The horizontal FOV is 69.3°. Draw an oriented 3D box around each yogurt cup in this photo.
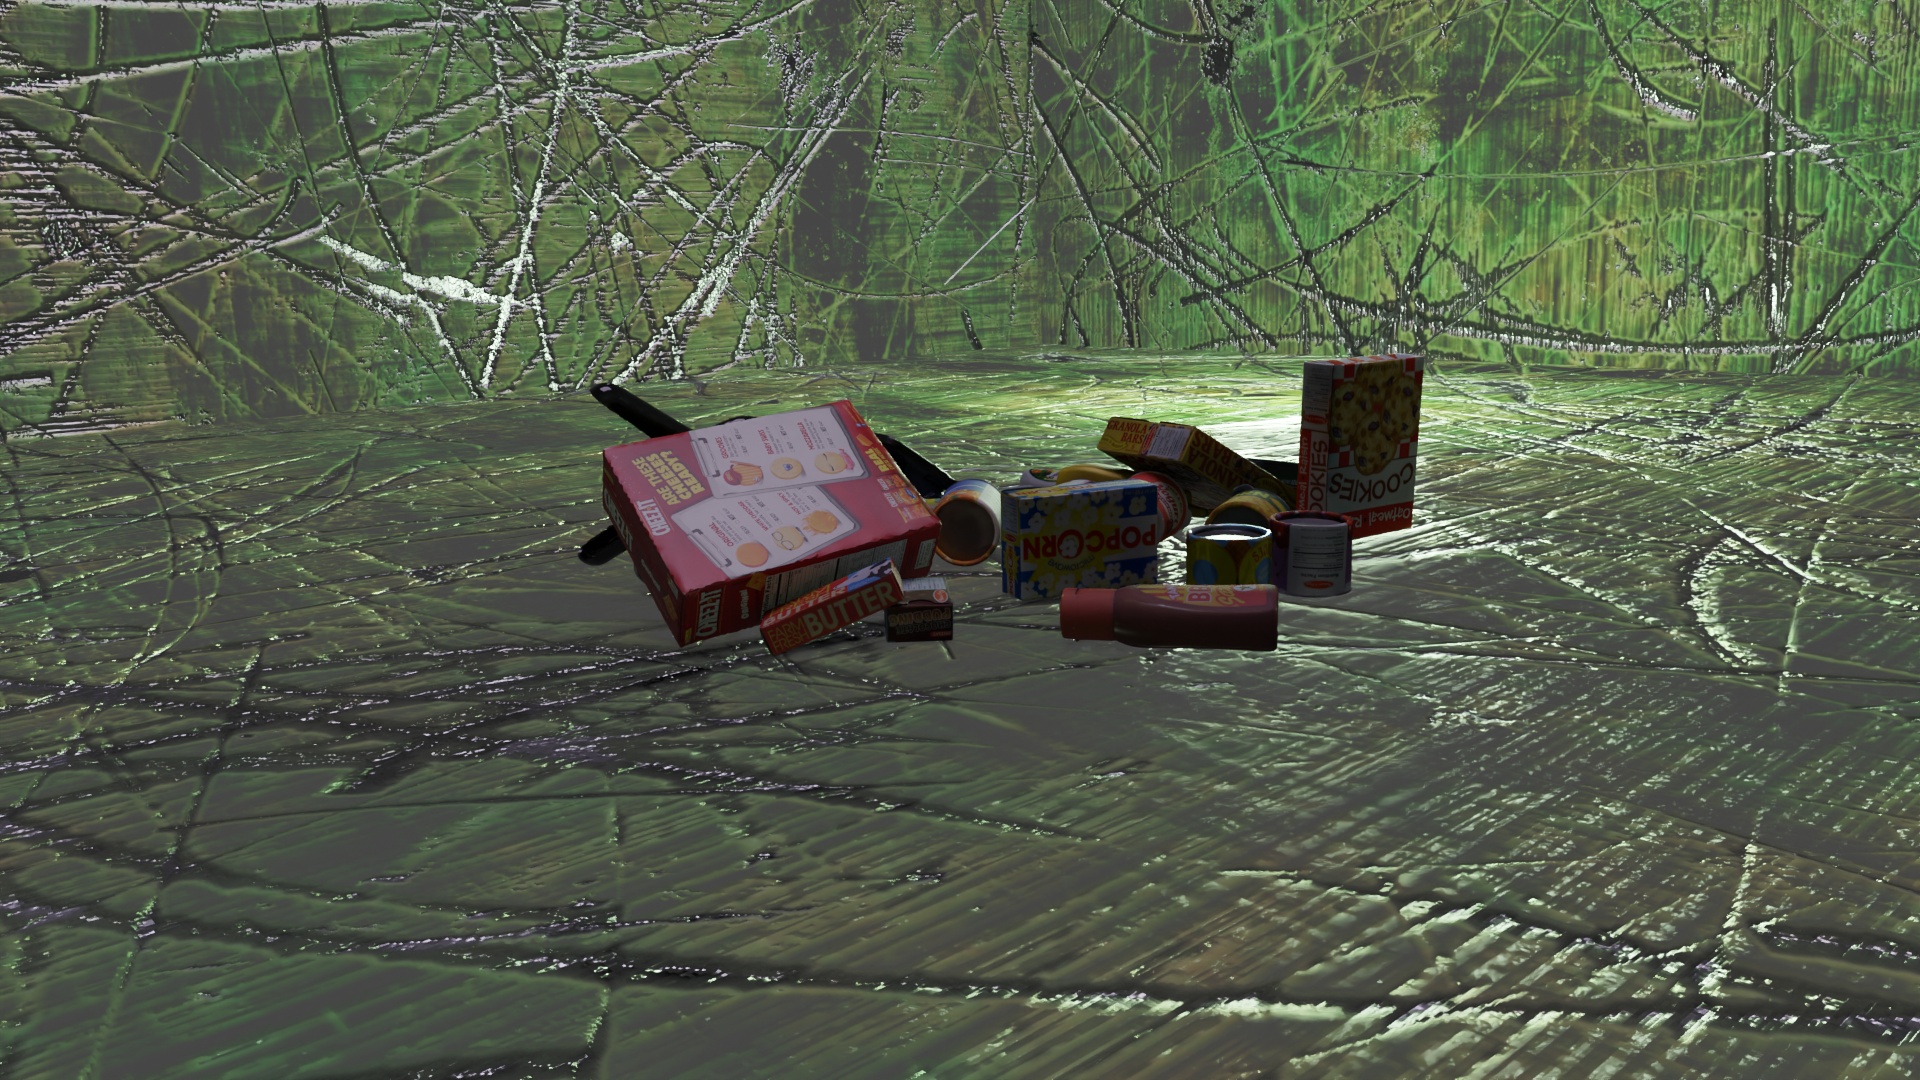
[{"bbox_3d":[0.171,-0.025,1.287,0.072,0.072,0.054,4,21,25],"label":"yogurt cup"}]

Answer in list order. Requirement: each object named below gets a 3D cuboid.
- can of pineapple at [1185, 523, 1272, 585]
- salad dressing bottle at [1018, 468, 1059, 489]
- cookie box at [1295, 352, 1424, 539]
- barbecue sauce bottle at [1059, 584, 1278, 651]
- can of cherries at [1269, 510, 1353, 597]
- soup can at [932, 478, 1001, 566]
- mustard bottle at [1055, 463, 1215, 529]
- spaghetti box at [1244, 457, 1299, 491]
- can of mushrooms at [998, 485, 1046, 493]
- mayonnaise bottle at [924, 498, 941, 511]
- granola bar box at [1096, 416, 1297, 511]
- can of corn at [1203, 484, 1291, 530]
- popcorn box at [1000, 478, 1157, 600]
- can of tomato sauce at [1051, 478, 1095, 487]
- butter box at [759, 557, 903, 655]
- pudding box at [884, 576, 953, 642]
[{"bbox_3d":[0.208,0.021,1.069,0.071,0.057,0.071,-2,12,0],"label":"can of pineapple"},{"bbox_3d":[0.134,-0.050,1.453,0.147,0.044,0.064,6,12,31],"label":"salad dressing bottle"},{"bbox_3d":[0.371,-0.086,1.292,0.123,0.167,0.040,-9,16,-32],"label":"cookie box"},{"bbox_3d":[0.145,0.053,0.966,0.148,0.043,0.065,0,13,13],"label":"barbecue sauce bottle"},{"bbox_3d":[0.279,0.009,1.113,0.071,0.058,0.071,-2,12,0],"label":"can of cherries"},{"bbox_3d":[0.005,-0.016,1.265,0.071,0.071,0.084,-1,12,7],"label":"soup can"},{"bbox_3d":[0.171,-0.036,1.347,0.160,0.065,0.049,11,10,24],"label":"mustard bottle"},{"bbox_3d":[0.308,-0.063,1.438,0.050,0.029,0.250,28,-5,-24],"label":"spaghetti box"},{"bbox_3d":[0.070,-0.035,1.418,0.071,0.033,0.071,-2,11,1],"label":"can of mushrooms"},{"bbox_3d":[-0.024,-0.021,1.349,0.148,0.041,0.065,-4,8,-9],"label":"mayonnaise bottle"},{"bbox_3d":[0.233,-0.066,1.345,0.165,0.039,0.124,27,-6,-33],"label":"granola bar box"},{"bbox_3d":[0.243,-0.009,1.177,0.071,0.071,0.058,4,14,26],"label":"can of corn"},{"bbox_3d":[0.098,-0.002,1.131,0.127,0.085,0.038,-6,13,-21],"label":"popcorn box"},{"bbox_3d":[0.090,-0.015,1.249,0.071,0.071,0.083,6,15,36],"label":"can of tomato sauce"},{"bbox_3d":[-0.092,0.047,0.997,0.103,0.024,0.053,-23,12,0],"label":"butter box"},{"bbox_3d":[-0.032,0.051,1.036,0.050,0.030,0.084,-2,12,-4],"label":"pudding box"}]
